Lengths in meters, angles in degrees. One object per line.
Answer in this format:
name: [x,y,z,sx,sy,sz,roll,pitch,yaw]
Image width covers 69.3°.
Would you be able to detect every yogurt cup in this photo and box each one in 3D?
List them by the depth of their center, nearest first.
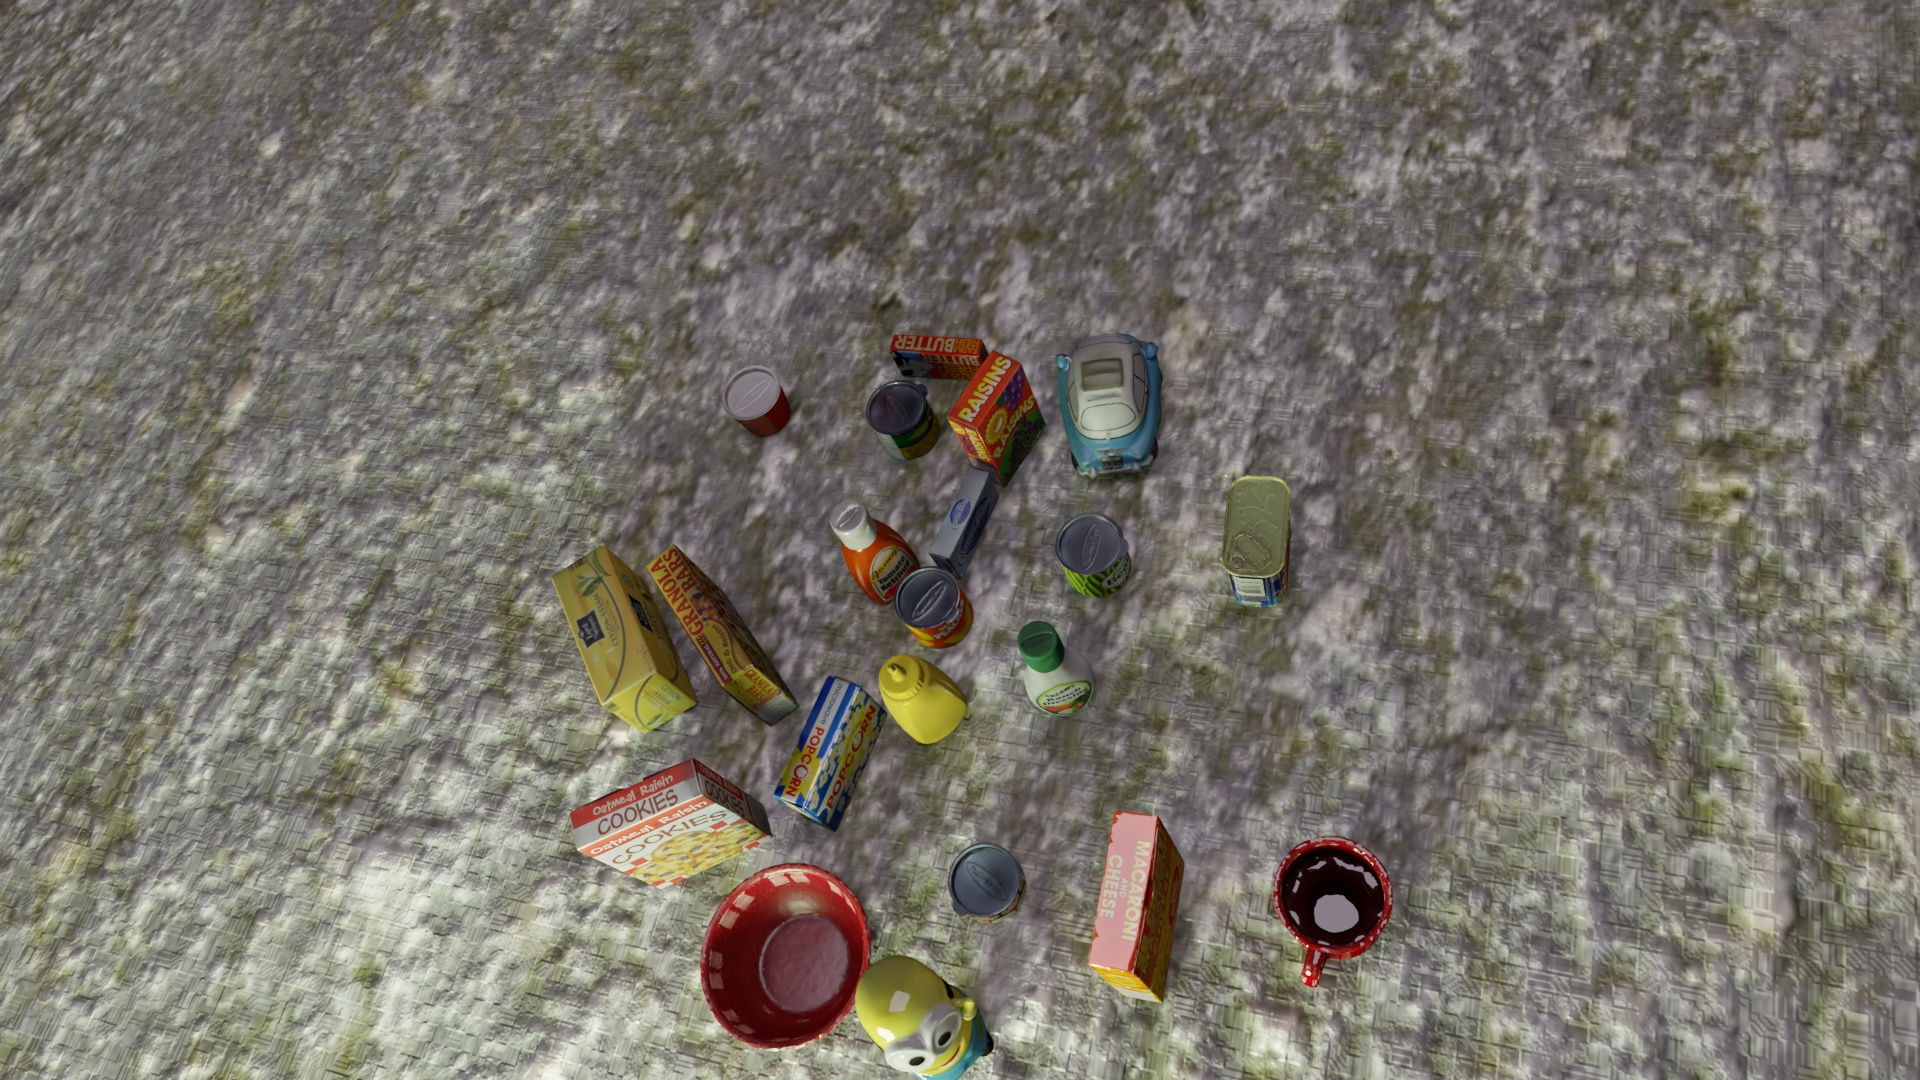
yogurt cup: [-0.222,-0.151,1.530,0.072,0.053,0.072,-6,63,13]

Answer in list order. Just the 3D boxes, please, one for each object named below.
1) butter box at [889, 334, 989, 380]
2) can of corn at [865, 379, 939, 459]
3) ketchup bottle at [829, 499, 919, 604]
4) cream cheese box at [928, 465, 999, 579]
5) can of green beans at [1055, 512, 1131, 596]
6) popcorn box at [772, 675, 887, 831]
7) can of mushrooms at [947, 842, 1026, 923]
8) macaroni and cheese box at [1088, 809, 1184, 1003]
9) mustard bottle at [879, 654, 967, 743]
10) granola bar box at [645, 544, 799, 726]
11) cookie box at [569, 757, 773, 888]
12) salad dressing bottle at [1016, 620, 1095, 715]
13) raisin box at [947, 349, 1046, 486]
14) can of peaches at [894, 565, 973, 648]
butter box: [-0.020,-0.197,1.496,0.103,0.053,0.024,6,67,18]
can of corn: [-0.058,-0.128,1.470,0.071,0.058,0.071,-6,63,13]
ketchup bottle: [-0.088,0.008,1.359,0.043,0.148,0.065,39,80,28]
cream cheese box: [0.005,-0.018,1.400,0.024,0.053,0.104,18,71,23]
can of green beans: [0.130,0.014,1.346,0.071,0.057,0.071,-6,63,13]
popcorn box: [-0.121,0.201,1.310,0.038,0.085,0.127,16,70,22]
can of mushrooms: [0.023,0.309,1.246,0.071,0.033,0.071,-6,63,13]
macaroni and cheese box: [0.148,0.302,1.137,0.040,0.166,0.124,5,67,18]
mustard bottle: [-0.041,0.138,1.275,0.065,0.159,0.049,-42,61,-6]
granola bar box: [-0.235,0.095,1.372,0.039,0.124,0.166,-37,61,-3]
cookie box: [-0.262,0.261,1.273,0.123,0.167,0.040,-25,61,3]
salad dressing bottle: [0.083,0.116,1.258,0.064,0.147,0.044,-20,61,6]
raisin box: [0.038,-0.122,1.402,0.040,0.123,0.086,27,75,26]
can of peaches: [-0.024,0.068,1.364,0.071,0.058,0.071,-6,63,13]
